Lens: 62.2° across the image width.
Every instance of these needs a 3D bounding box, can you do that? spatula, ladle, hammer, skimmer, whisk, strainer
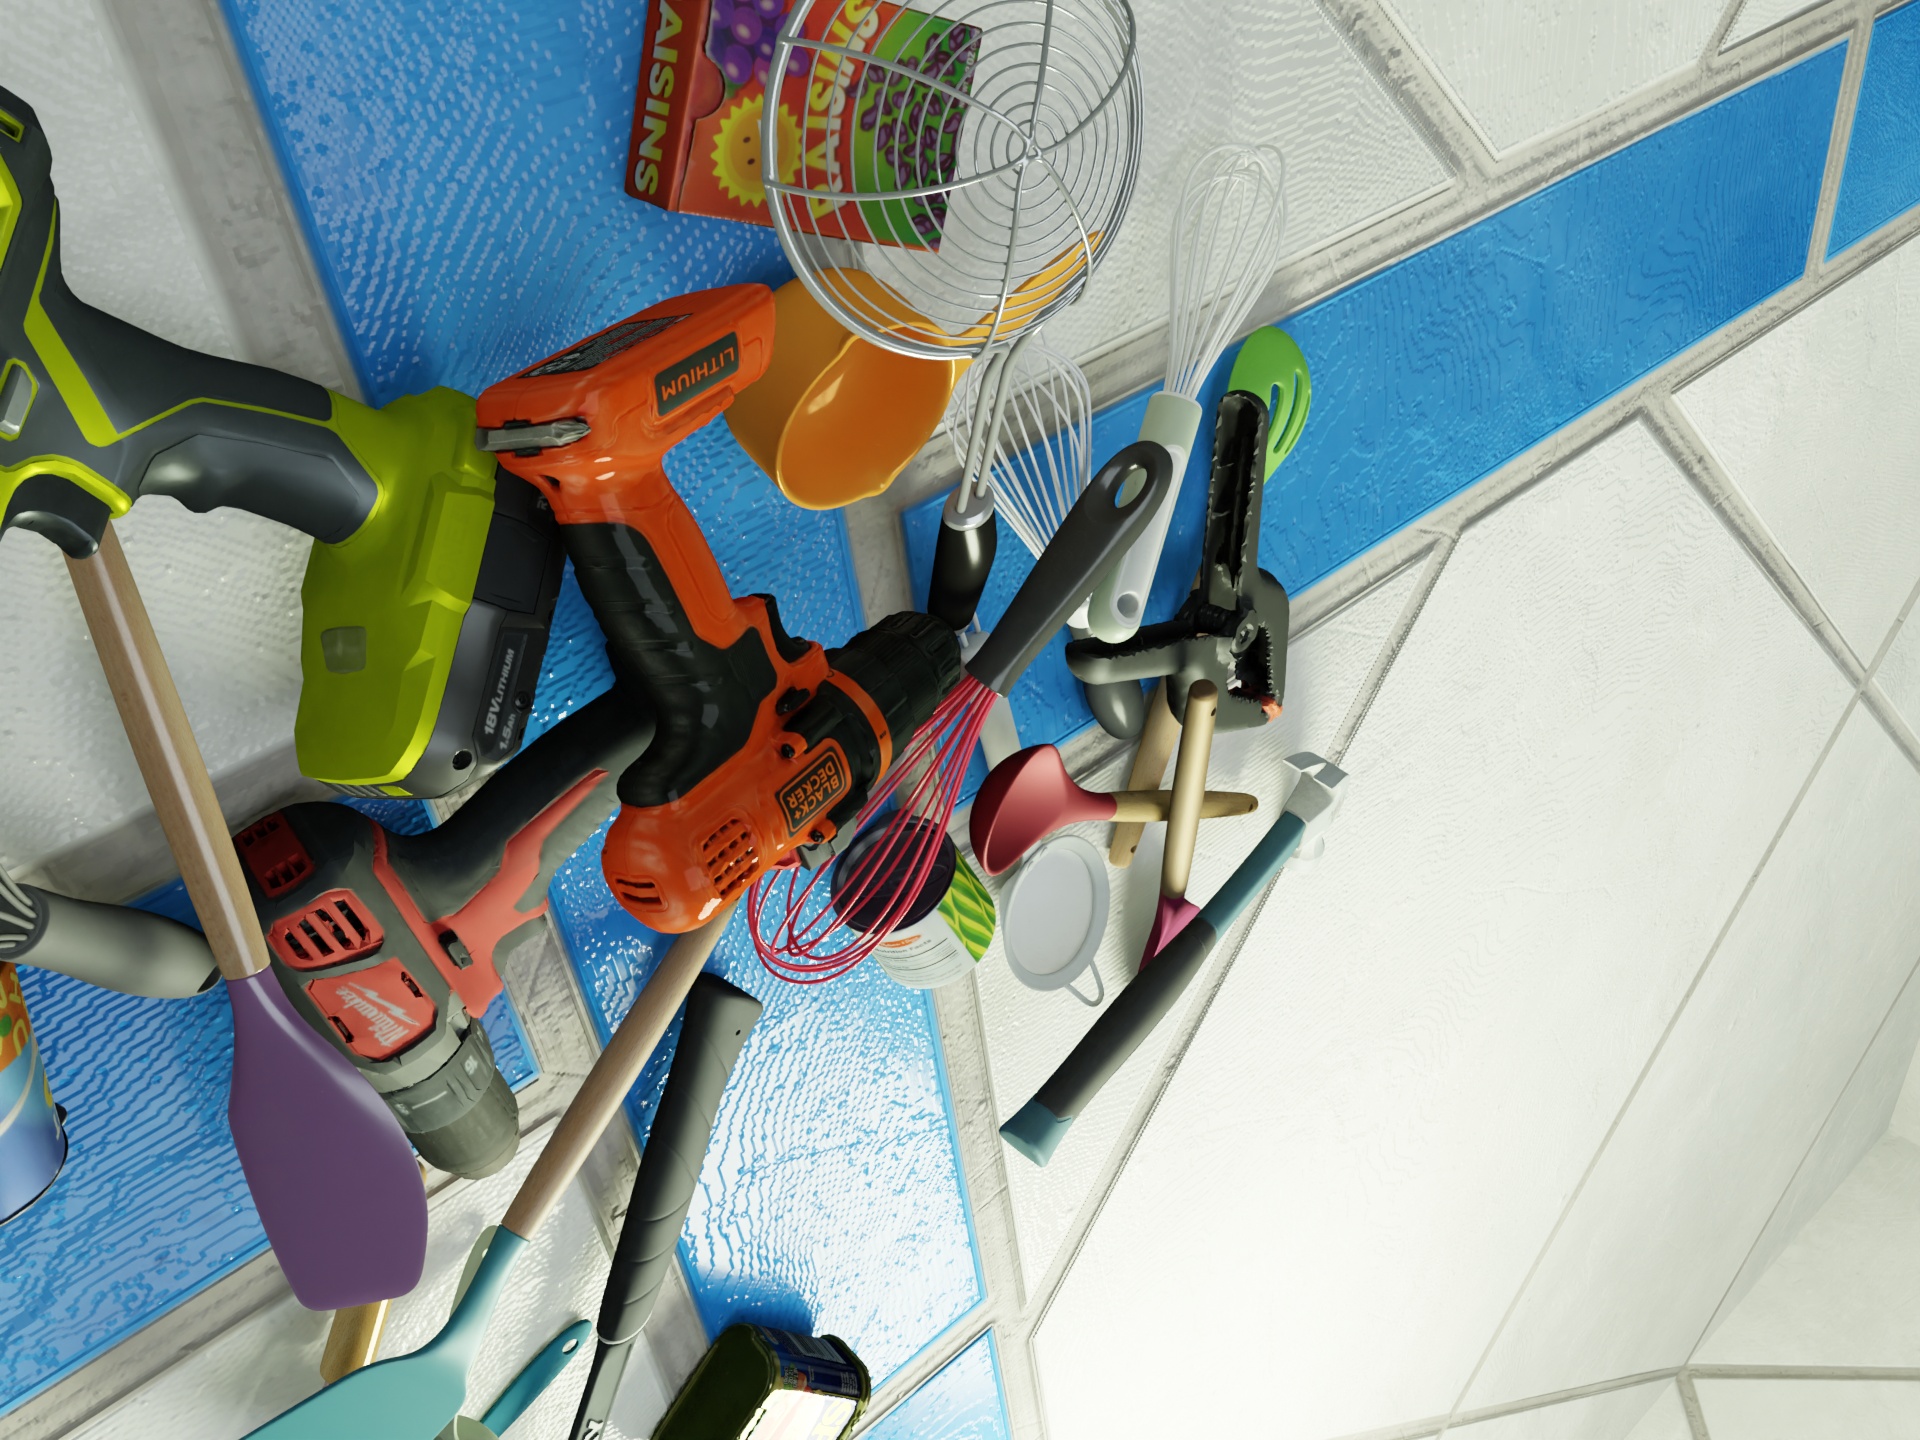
[{"bbox_3d":[-0.185,0.193,0.689,0.317,0.044,0.082,-59,135,-19],"label":"spatula"},{"bbox_3d":[-0.239,0.058,0.519,0.060,0.018,0.315,-12,107,2],"label":"spatula"},{"bbox_3d":[0.092,0.045,0.859,0.315,0.031,0.069,4,111,-56],"label":"ladle"},{"bbox_3d":[-0.174,0.310,0.777,0.149,0.036,0.409,1,110,-57],"label":"hammer"},{"bbox_3d":[-0.008,-0.128,0.587,0.127,0.090,0.363,-33,168,-14],"label":"skimmer"},{"bbox_3d":[0.132,0.133,0.917,0.331,0.033,0.128,-42,153,-33],"label":"hammer"},{"bbox_3d":[0.051,-0.078,0.766,0.070,0.070,0.284,-44,141,-16],"label":"whisk"},{"bbox_3d":[0.031,0.048,0.830,0.087,0.050,0.258,-41,131,-33],"label":"strainer"},{"bbox_3d":[-0.001,-0.002,0.709,0.296,0.073,0.073,-53,139,8],"label":"whisk"},{"bbox_3d":[-0.277,0.056,0.467,0.055,0.055,0.238,-48,169,-12],"label":"whisk"},{"bbox_3d":[0.102,-0.152,0.729,0.057,0.059,0.246,21,82,-30],"label":"whisk"},{"bbox_3d":[-0.273,0.300,0.690,0.047,0.051,0.245,-2,112,-66],"label":"whisk"}]

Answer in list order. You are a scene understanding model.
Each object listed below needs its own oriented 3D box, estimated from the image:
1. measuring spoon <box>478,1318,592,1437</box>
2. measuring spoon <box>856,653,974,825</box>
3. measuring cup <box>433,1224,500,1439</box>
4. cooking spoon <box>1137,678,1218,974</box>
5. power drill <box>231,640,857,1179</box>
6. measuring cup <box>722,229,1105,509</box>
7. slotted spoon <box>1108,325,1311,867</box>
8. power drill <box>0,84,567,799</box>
[{"bbox_3d":[-0.222,0.348,0.774,0.128,0.021,0.042,-48,138,-11],"label":"measuring spoon"},{"bbox_3d":[-0.037,0.017,0.763,0.124,0.034,0.018,-54,-177,3],"label":"measuring spoon"},{"bbox_3d":[-0.226,0.313,0.729,0.038,0.083,0.167,25,78,-64],"label":"measuring cup"},{"bbox_3d":[0.122,0.081,0.898,0.069,0.017,0.318,-44,153,-27],"label":"cooking spoon"},{"bbox_3d":[-0.156,0.070,0.636,0.227,0.080,0.187,-34,133,-21],"label":"power drill"},{"bbox_3d":[-0.019,-0.158,0.631,0.173,0.052,0.095,-39,157,-15],"label":"measuring cup"},{"bbox_3d":[0.133,-0.058,0.876,0.070,0.031,0.313,-5,118,-46],"label":"slotted spoon"},{"bbox_3d":[-0.229,-0.058,0.455,0.223,0.080,0.171,24,70,-48],"label":"power drill"}]
